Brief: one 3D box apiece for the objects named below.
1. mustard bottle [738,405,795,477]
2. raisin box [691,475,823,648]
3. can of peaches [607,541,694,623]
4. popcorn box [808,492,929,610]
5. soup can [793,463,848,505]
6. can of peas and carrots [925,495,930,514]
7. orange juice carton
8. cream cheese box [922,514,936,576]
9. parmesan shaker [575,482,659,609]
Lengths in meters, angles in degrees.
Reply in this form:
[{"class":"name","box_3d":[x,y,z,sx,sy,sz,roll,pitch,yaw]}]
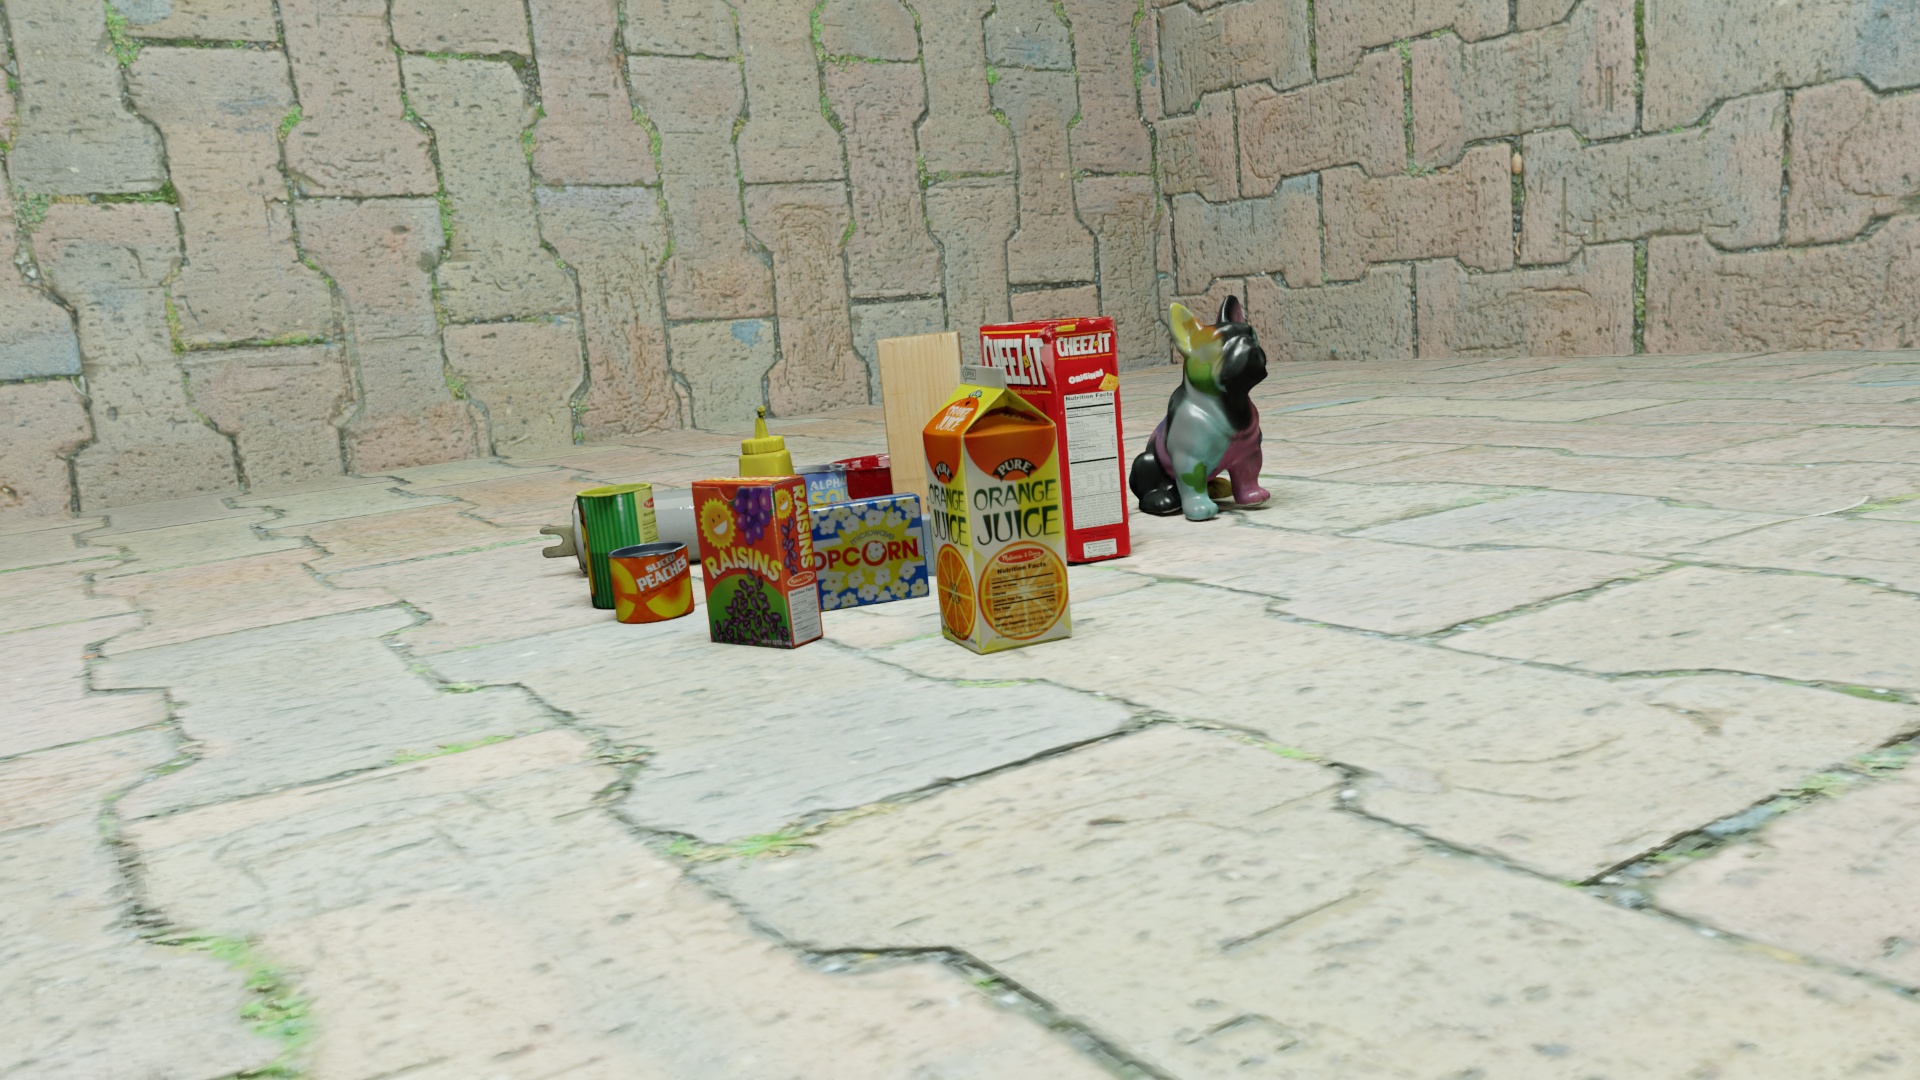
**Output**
[{"class":"mustard bottle","box_3d":[-0.178,-0.046,1.291,0.049,0.160,0.065,-3,9,14]},{"class":"raisin box","box_3d":[-0.152,0.015,1.033,0.086,0.123,0.040,1,11,36]},{"class":"can of peaches","box_3d":[-0.258,0.035,1.167,0.071,0.058,0.071,-5,9,1]},{"class":"popcorn box","box_3d":[-0.093,0.010,1.140,0.127,0.085,0.038,-8,9,-14]},{"class":"soup can","box_3d":[-0.145,-0.033,1.427,0.071,0.083,0.071,-5,9,1]},{"class":"can of peas and carrots","box_3d":[0.005,-0.017,1.322,0.071,0.058,0.071,-5,9,1]},{"class":"orange juice carton","box_3d":[0.023,-0.026,0.966,0.073,0.192,0.072,-9,10,-22]},{"class":"cream cheese box","box_3d":[-0.061,0.004,1.255,0.104,0.053,0.024,1,11,32]},{"class":"parmesan shaker","box_3d":[-0.302,0.005,1.232,0.071,0.103,0.071,-5,9,1]}]
